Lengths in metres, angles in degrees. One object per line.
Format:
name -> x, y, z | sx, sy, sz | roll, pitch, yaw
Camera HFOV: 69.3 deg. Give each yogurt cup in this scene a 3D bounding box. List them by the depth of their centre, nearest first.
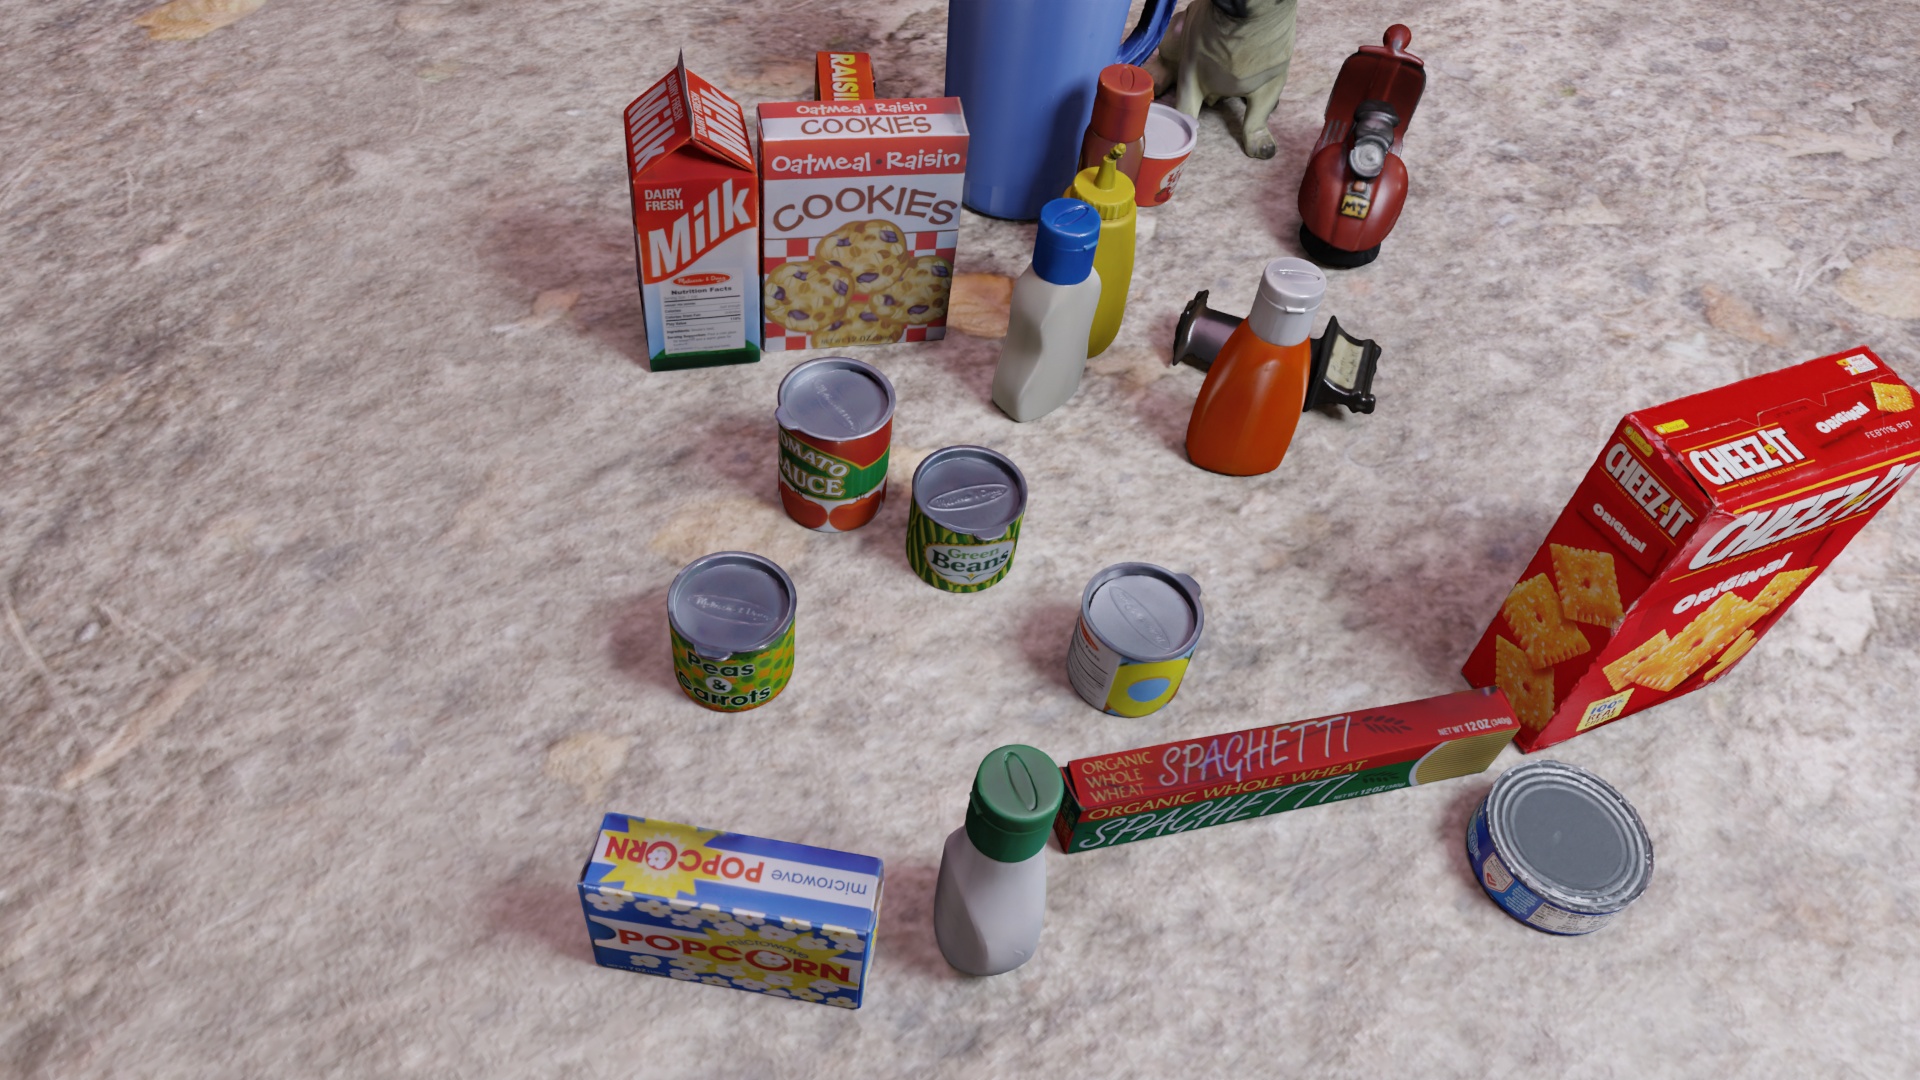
yogurt cup -> 0.140, -0.291, 1.053 | 0.072, 0.053, 0.073 | 4, 50, -4

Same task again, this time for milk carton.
milk carton -> -0.163, -0.198, 0.848 | 0.073, 0.189, 0.072 | -7, 52, -13

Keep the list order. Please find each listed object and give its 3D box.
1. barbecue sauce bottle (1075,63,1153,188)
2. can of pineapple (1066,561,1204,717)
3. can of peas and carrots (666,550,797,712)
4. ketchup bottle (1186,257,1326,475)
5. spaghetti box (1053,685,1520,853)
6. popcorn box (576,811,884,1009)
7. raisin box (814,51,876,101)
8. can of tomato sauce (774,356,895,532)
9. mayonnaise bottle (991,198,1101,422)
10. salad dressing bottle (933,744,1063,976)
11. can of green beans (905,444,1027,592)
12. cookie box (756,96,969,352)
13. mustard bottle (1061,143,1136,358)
barbecue sauce bottle -> 0.101, -0.253, 0.956 | 0.044, 0.147, 0.065 | 8, 50, -1
can of pineapple -> 0.096, 0.054, 0.760 | 0.071, 0.057, 0.071 | 4, 50, -4
can of peas and carrots -> -0.120, 0.051, 0.734 | 0.071, 0.058, 0.071 | 4, 50, -4
ketchup bottle -> 0.183, -0.103, 0.842 | 0.065, 0.148, 0.044 | 4, 50, -4
spaghetti box -> 0.169, 0.118, 0.722 | 0.250, 0.049, 0.029 | -8, 52, -14
popcorn box -> -0.100, 0.167, 0.623 | 0.127, 0.084, 0.038 | 10, 50, 0
raisin box -> -0.080, -0.258, 0.952 | 0.040, 0.122, 0.086 | -1, 51, -8
can of tomato sauce -> -0.075, -0.054, 0.810 | 0.071, 0.082, 0.071 | 4, 50, -4
mayonnaise bottle -> 0.056, -0.142, 0.858 | 0.065, 0.147, 0.041 | -33, 62, -29
salad dressing bottle -> 0.017, 0.144, 0.618 | 0.044, 0.146, 0.064 | -11, 53, -16
can of green beans -> 0.002, -0.012, 0.802 | 0.071, 0.057, 0.071 | 4, 50, -4
cookie box -> -0.065, -0.197, 0.874 | 0.123, 0.166, 0.040 | -6, 52, -12
mustard bottle -> 0.083, -0.189, 0.893 | 0.049, 0.159, 0.065 | -17, 55, -20
